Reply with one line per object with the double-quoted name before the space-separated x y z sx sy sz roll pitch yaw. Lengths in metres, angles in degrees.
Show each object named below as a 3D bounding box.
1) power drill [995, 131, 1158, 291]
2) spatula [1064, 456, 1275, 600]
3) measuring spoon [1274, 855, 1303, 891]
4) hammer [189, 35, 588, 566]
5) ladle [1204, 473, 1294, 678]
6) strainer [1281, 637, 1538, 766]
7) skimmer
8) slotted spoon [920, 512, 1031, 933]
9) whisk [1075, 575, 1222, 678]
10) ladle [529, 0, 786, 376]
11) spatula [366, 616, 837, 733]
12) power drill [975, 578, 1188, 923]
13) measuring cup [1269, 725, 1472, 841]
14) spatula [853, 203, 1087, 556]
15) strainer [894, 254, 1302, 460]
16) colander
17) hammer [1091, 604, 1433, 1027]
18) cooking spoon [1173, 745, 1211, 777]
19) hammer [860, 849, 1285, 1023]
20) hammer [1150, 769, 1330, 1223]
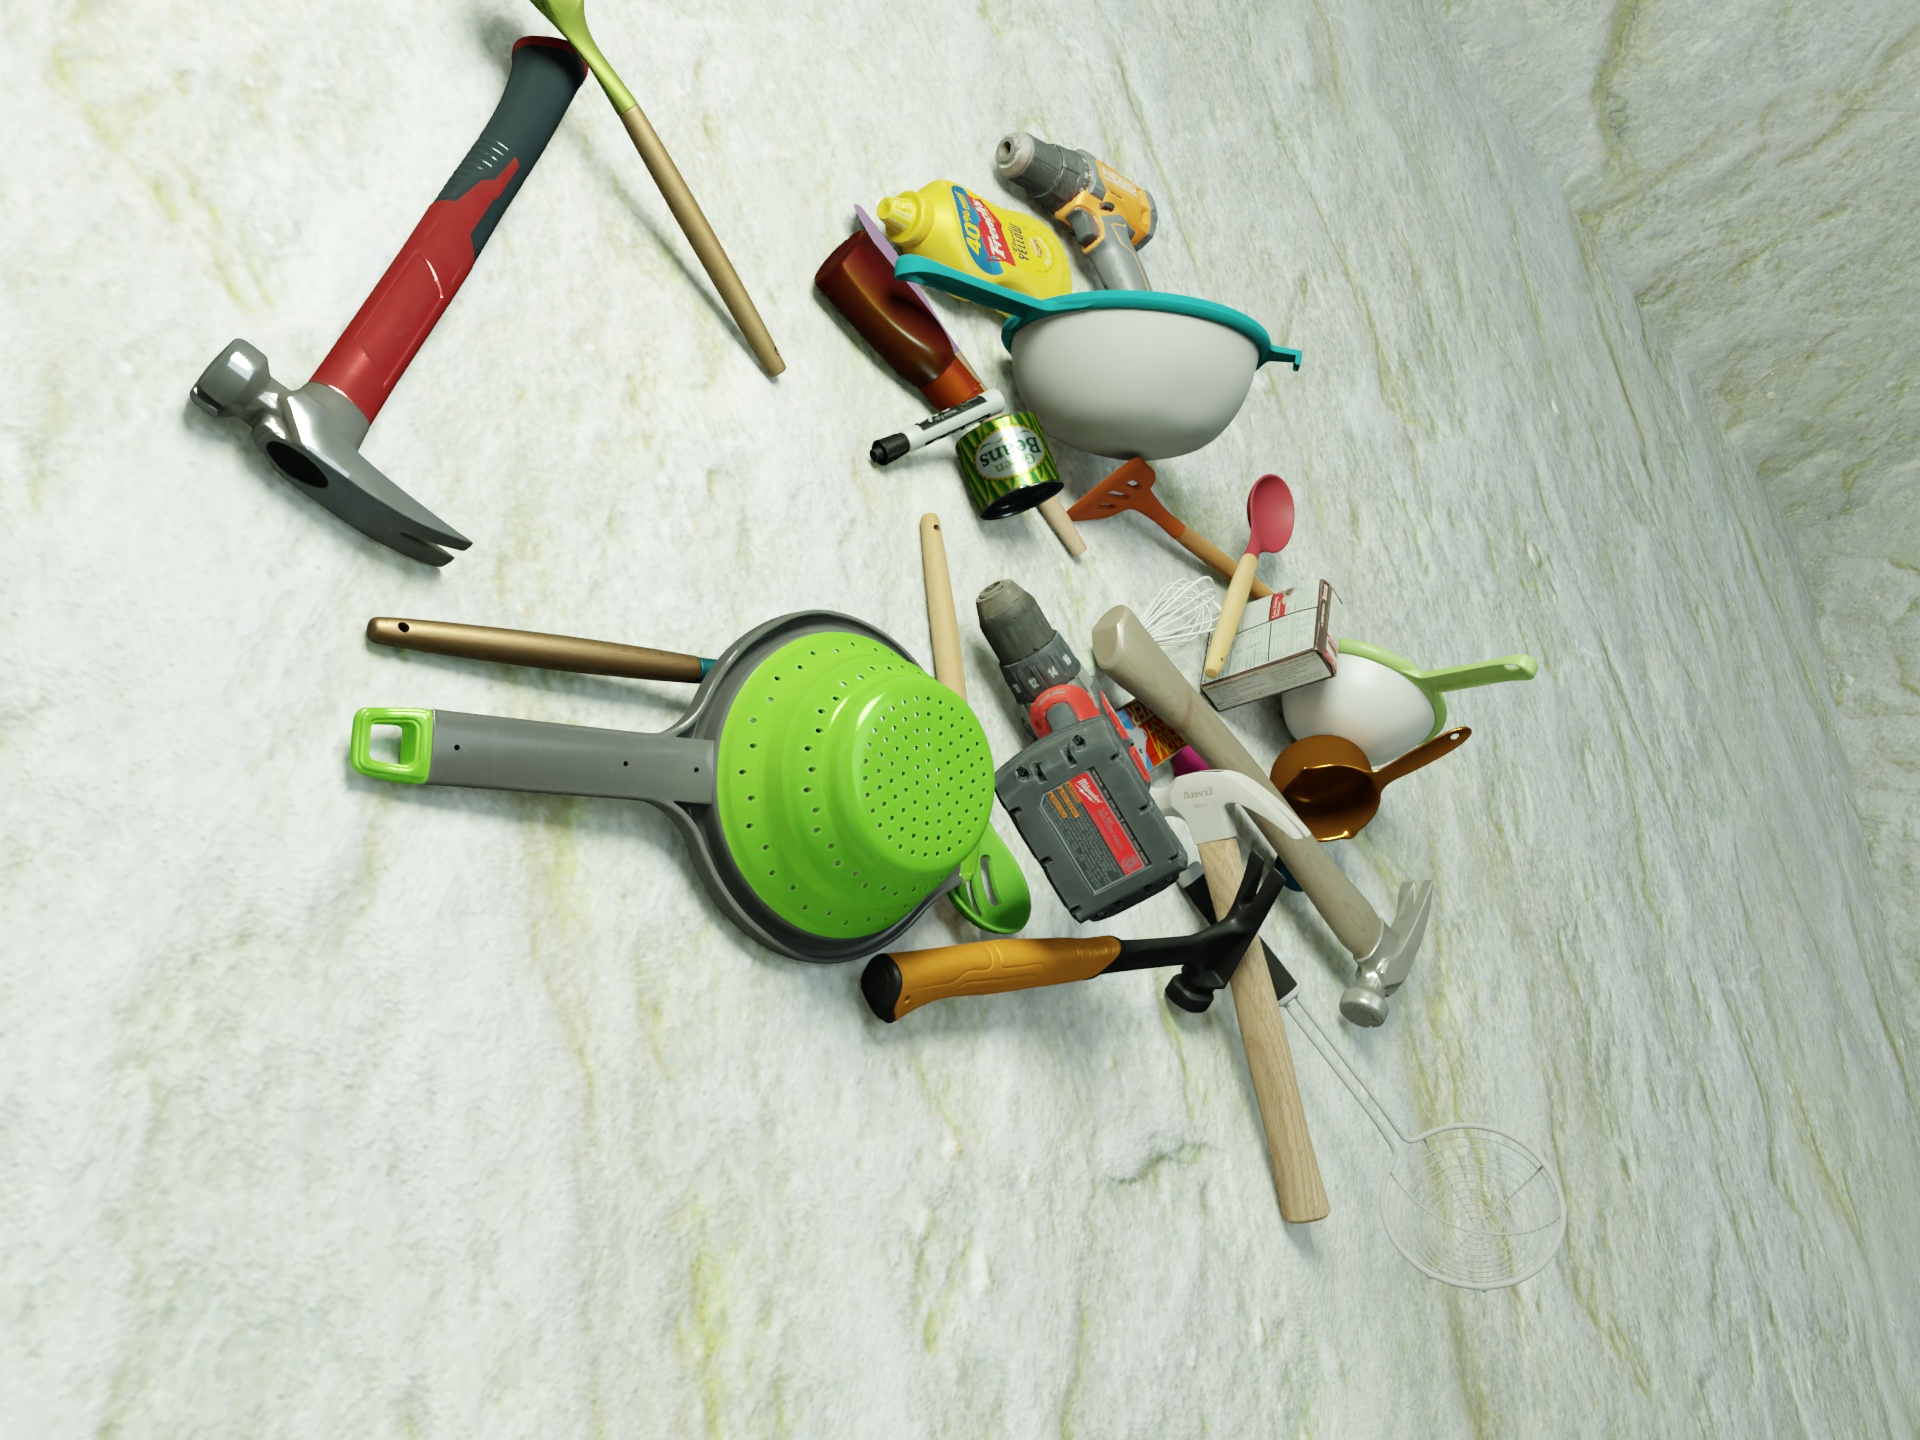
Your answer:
"power drill" 0.119 -0.404 1.391 0.185 0.084 0.226 11 57 -45
"spatula" 0.202 -0.147 1.367 0.322 0.081 0.041 26 35 -45
"measuring spoon" 0.246 0.092 1.303 0.128 0.021 0.042 50 37 -17
"hammer" -0.271 -0.258 0.884 0.143 0.038 0.387 40 44 -29
"ladle" 0.241 -0.122 1.343 0.069 0.031 0.316 60 33 -22
"strainer" 0.366 -0.007 1.332 0.151 0.256 0.069 39 64 -22
"skimmer" 0.288 0.247 1.159 0.127 0.090 0.363 -37 85 -15
"slotted spoon" -0.002 -0.003 1.064 0.070 0.031 0.314 12 59 -37
"whisk" 0.140 -0.064 1.250 0.059 0.057 0.246 36 37 21
"ladle" -0.183 -0.360 0.988 0.320 0.062 0.078 60 28 -26
"spatula" -0.175 -0.025 0.880 0.317 0.044 0.082 8 65 -42
"power drill" 0.068 0.011 1.038 0.187 0.080 0.227 58 10 -16
"measuring cup" 0.338 0.034 1.324 0.095 0.173 0.052 48 22 -32
"spatula" 0.008 -0.259 1.222 0.315 0.018 0.060 55 14 -13
"strainer" 0.085 -0.262 1.202 0.340 0.211 0.095 8 84 -40
"colander" -0.110 0.026 0.838 0.396 0.094 0.204 8 80 -41
"hammer" 0.242 0.059 1.254 0.410 0.038 0.146 48 55 -22
"cooking spoon" 0.213 0.137 1.241 0.068 0.017 0.319 12 60 -45
"hammer" 0.076 0.148 1.018 0.336 0.127 0.034 2 33 -43
"hammer" 0.214 0.197 1.151 0.031 0.130 0.331 -10 86 -57
